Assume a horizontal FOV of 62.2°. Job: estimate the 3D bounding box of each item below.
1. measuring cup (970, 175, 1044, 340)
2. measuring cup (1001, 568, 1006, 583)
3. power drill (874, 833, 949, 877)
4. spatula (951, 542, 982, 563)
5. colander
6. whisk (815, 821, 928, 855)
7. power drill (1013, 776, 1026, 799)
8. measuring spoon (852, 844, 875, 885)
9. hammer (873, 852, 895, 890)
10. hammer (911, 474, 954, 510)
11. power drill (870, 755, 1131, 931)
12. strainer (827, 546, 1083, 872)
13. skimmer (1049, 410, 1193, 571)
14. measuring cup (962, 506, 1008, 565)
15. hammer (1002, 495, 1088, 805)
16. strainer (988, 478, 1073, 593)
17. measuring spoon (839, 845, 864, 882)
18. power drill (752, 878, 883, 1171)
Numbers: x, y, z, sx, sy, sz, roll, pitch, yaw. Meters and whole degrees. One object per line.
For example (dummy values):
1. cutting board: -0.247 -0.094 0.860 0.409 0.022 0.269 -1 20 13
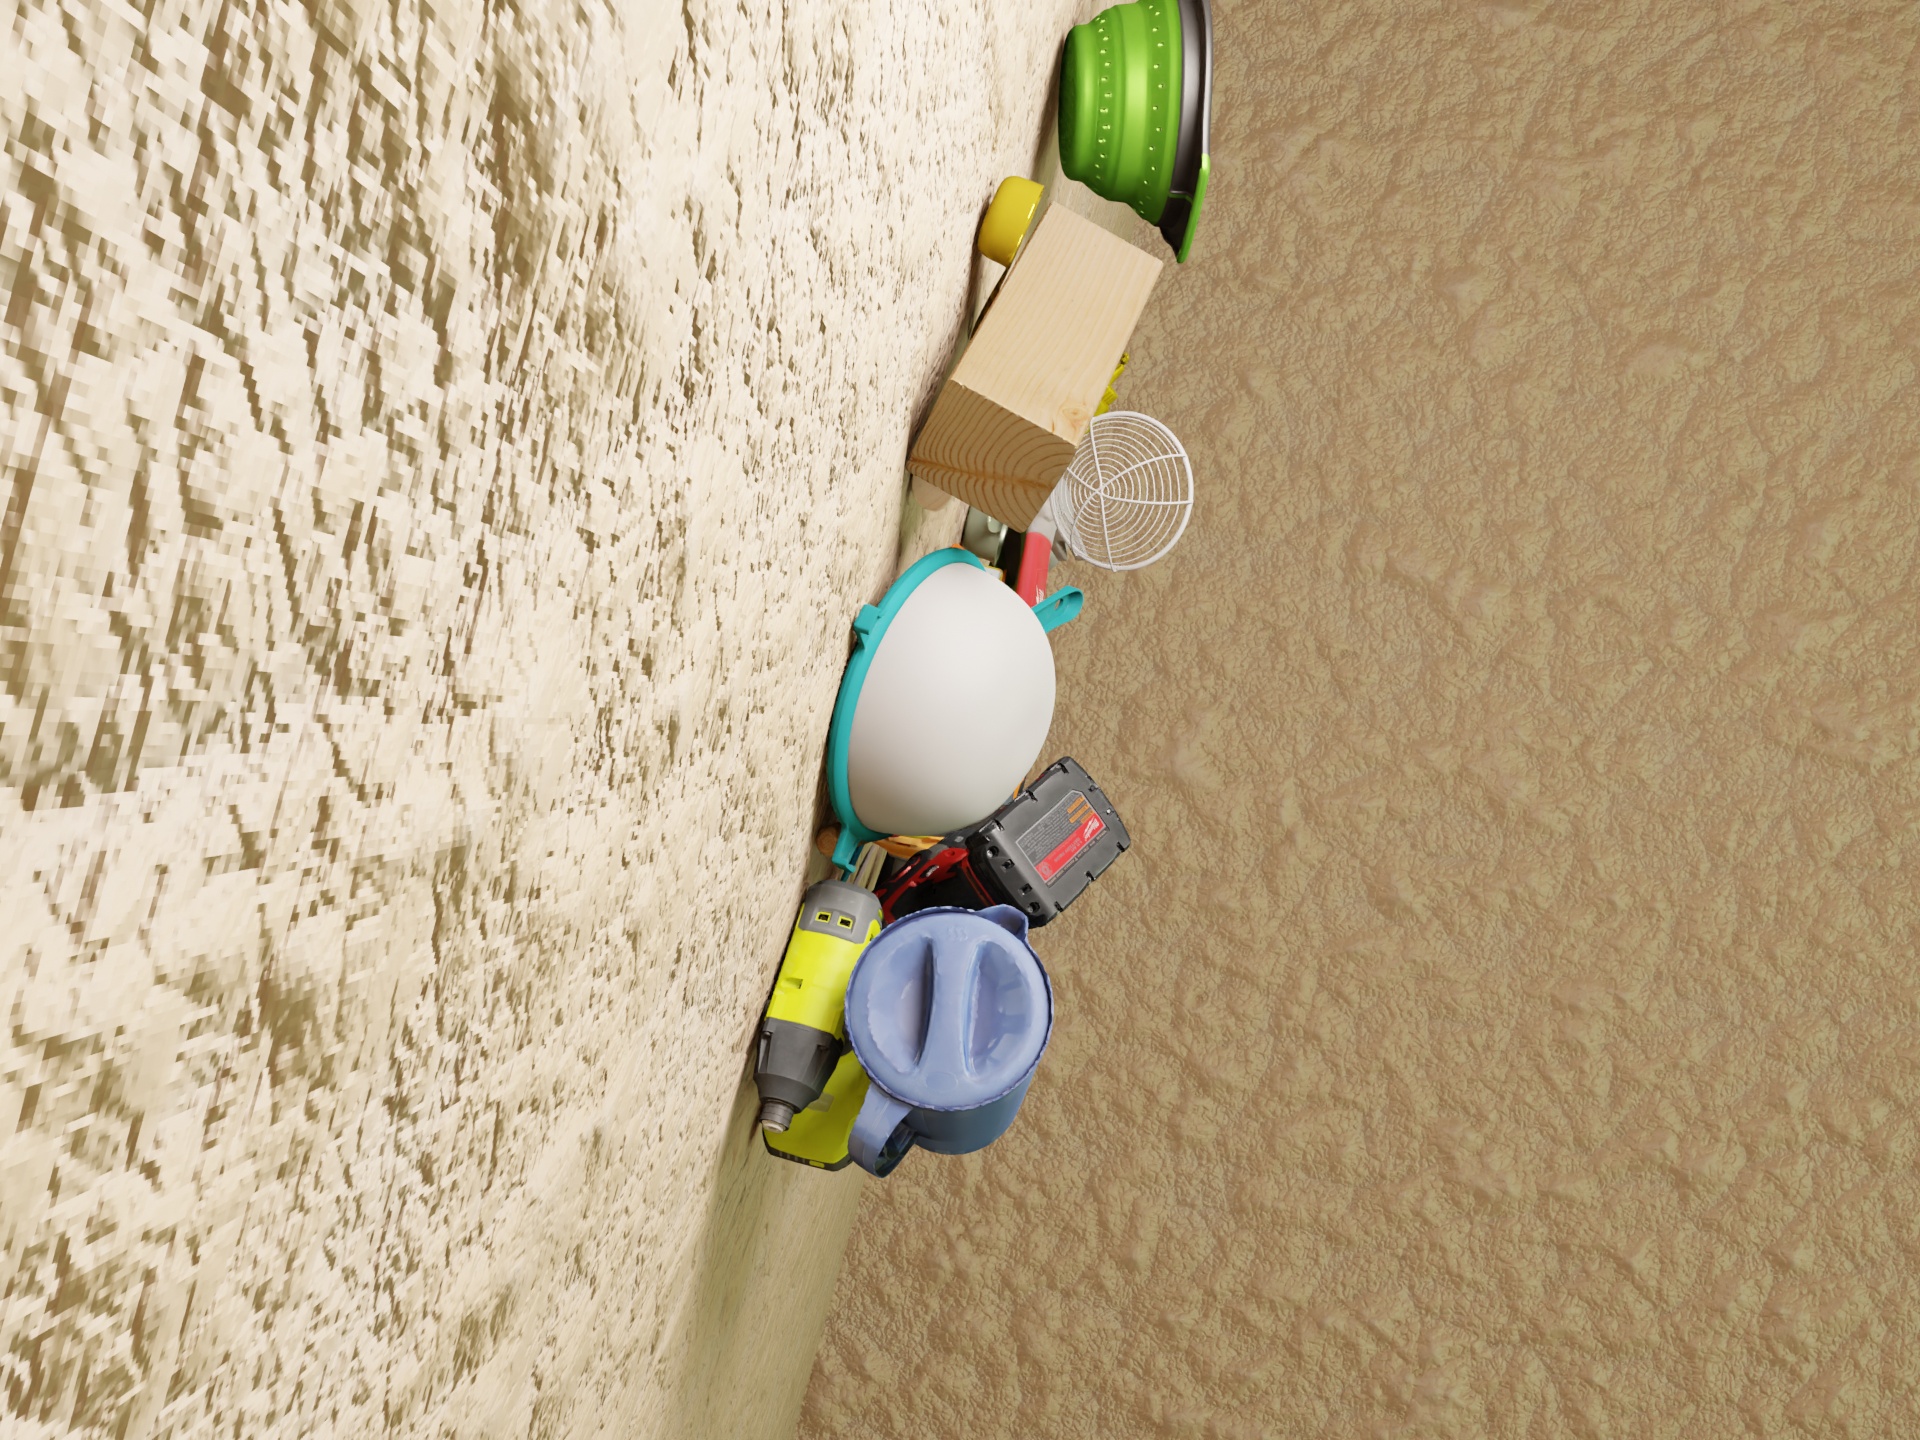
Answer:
1. measuring cup: 0.019 -0.310 1.085 0.156 0.029 0.062 125 -12 -64
2. measuring cup: 0.003 -0.074 1.579 0.095 0.052 0.174 88 16 -78
3. power drill: -0.038 0.158 1.414 0.185 0.084 0.226 -32 131 -74
4. spatula: 0.005 -0.137 1.573 0.323 0.041 0.081 -77 -177 -82
5. colander: 0.122 -0.542 1.244 0.204 0.094 0.397 97 -8 -65
6. whisk: -0.061 0.073 1.194 0.245 0.051 0.047 -11 106 -74
7. power drill: 0.011 0.083 1.636 0.226 0.084 0.164 -52 157 -68
8. measuring spoon: -0.090 0.127 1.267 0.124 0.018 0.034 -63 177 -66
9. hammer: -0.061 0.126 1.593 0.146 0.035 0.335 100 6 -49
10. hammer: 0.020 -0.245 1.231 0.411 0.038 0.146 -68 174 -58
11. power drill: 0.027 0.103 1.197 0.188 0.080 0.226 -39 -176 -37
12. strainer: 0.037 -0.026 1.126 0.340 0.095 0.210 -34 139 -52
13. skimmer: 0.115 -0.273 1.384 0.127 0.090 0.364 -42 -147 27
14. measuring cup: 0.021 -0.188 1.477 0.167 0.038 0.083 -35 141 -81
15. hammer: 0.055 -0.022 1.421 0.143 0.038 0.387 47 48 -56
16. strainer: 0.070 -0.185 1.656 0.256 0.069 0.152 112 -27 -70
17. measuring spoon: -0.082 0.080 1.279 0.128 0.021 0.042 -66 172 21
18. power drill: -0.103 0.236 1.146 0.223 0.080 0.171 92 13 -59
